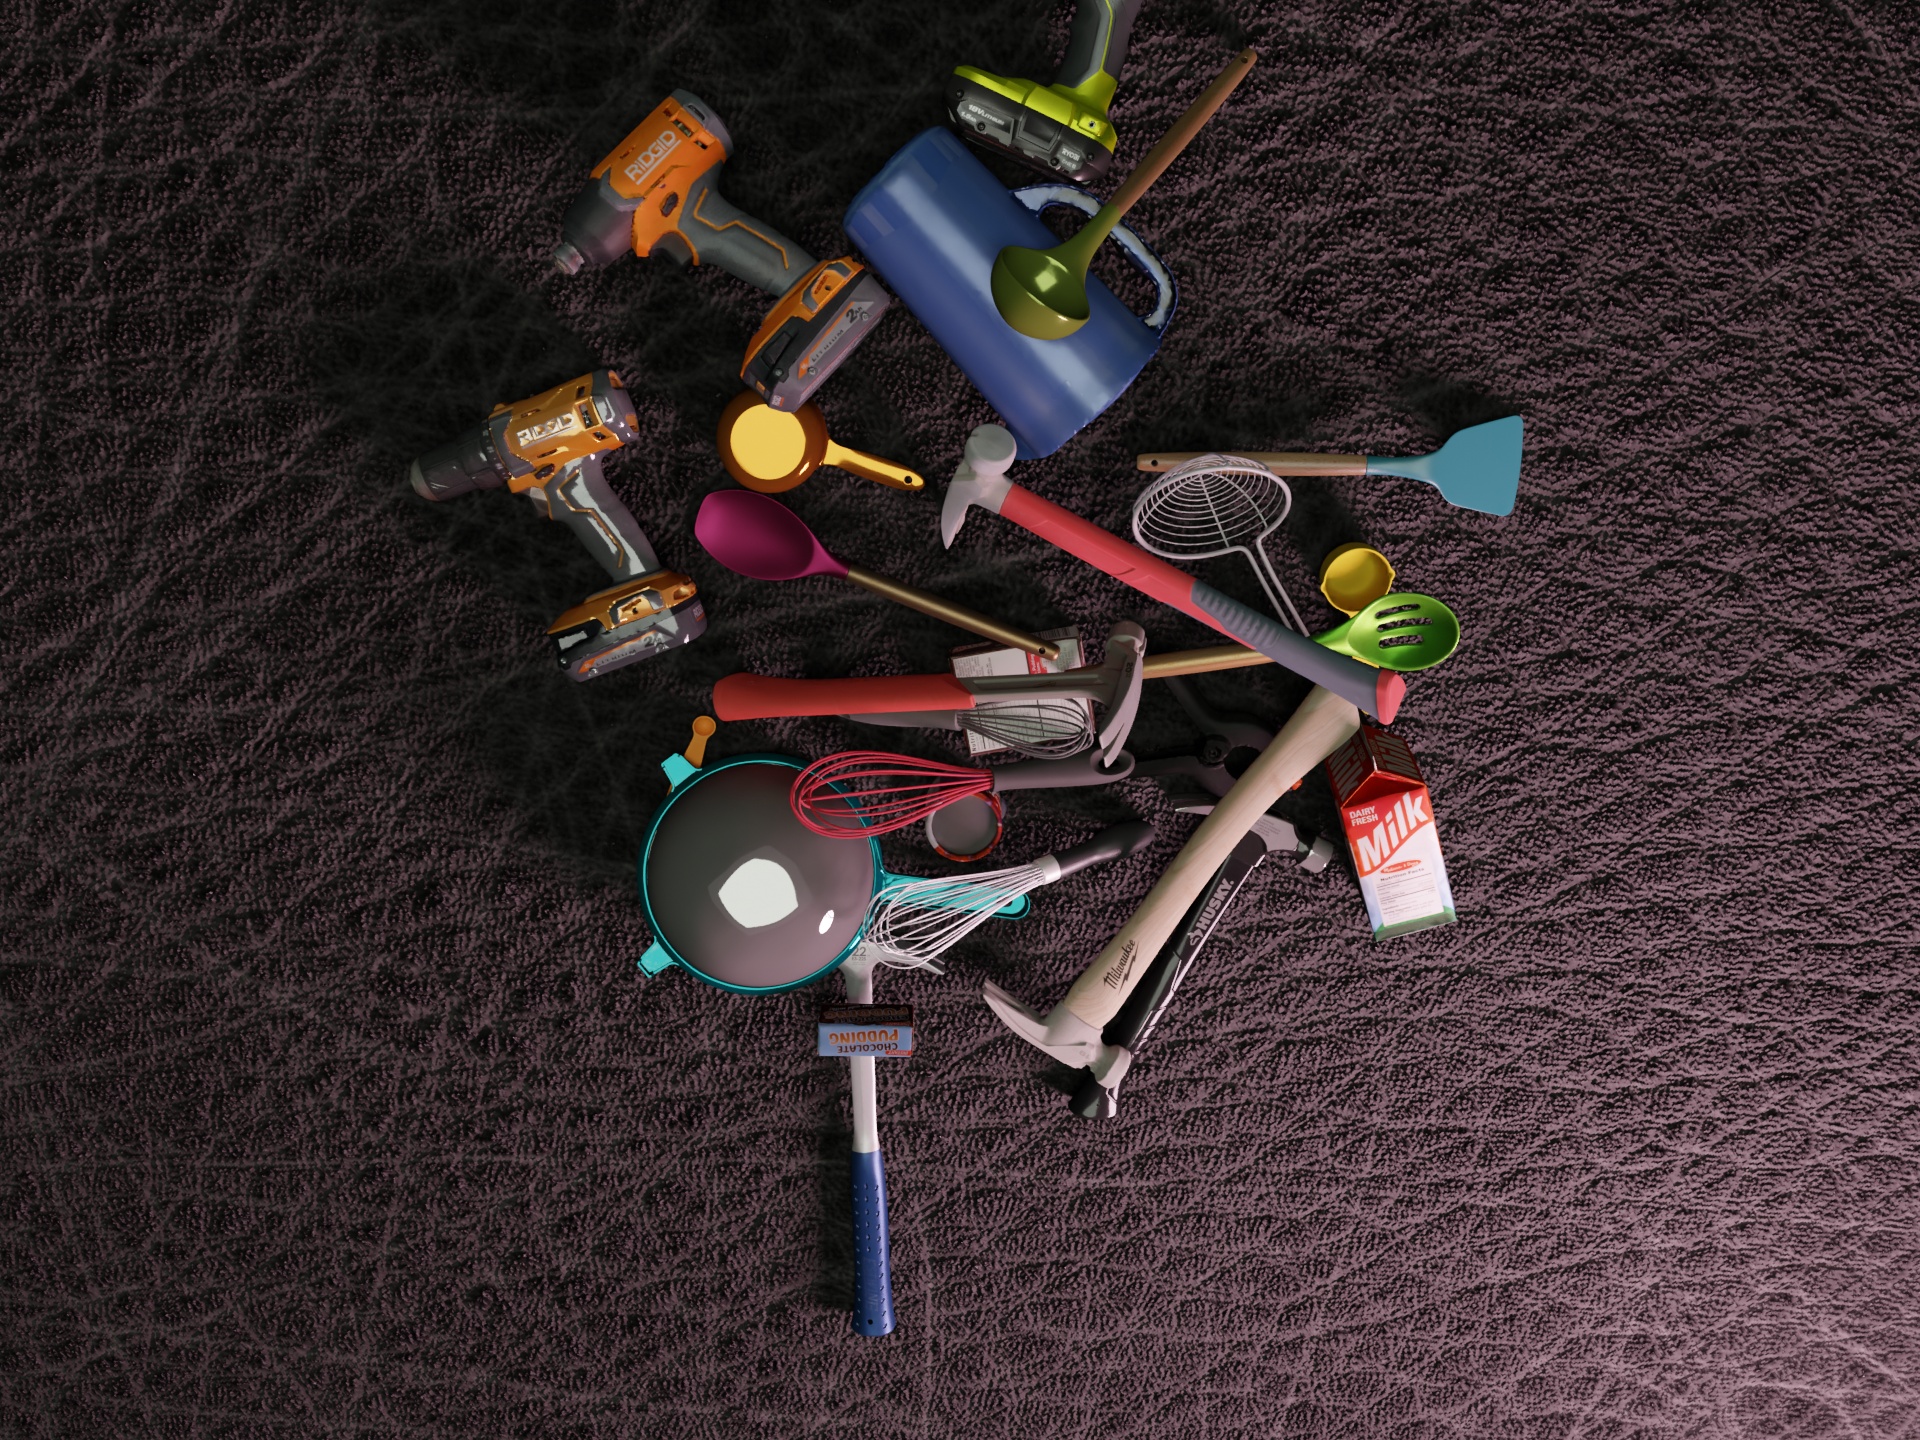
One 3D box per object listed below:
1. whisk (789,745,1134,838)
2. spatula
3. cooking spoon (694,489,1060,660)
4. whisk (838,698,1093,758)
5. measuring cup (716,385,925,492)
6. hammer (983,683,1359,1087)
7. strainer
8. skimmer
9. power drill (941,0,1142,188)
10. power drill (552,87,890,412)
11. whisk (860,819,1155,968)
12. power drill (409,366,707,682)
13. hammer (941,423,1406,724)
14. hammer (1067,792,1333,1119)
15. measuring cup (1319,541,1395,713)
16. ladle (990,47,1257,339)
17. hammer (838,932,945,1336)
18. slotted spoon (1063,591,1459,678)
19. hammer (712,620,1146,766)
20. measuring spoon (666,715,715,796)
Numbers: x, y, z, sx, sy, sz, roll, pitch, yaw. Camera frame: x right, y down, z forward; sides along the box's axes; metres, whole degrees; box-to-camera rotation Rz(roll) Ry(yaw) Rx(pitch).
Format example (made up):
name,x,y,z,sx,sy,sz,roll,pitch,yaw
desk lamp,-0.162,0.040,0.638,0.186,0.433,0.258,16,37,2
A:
name,x,y,z,sx,sy,sz,roll,pitch,yaw
whisk,0.006,0.049,1.299,0.295,0.073,0.073,-6,107,-17
spatula,0.303,-0.209,1.302,0.317,0.044,0.082,2,107,3
cooking spoon,-0.068,-0.112,1.307,0.319,0.017,0.068,22,105,2
whisk,-0.003,-0.004,1.306,0.239,0.055,0.055,6,108,24
measuring cup,-0.112,-0.213,1.276,0.173,0.052,0.095,18,105,-4
hammer,0.185,0.125,1.345,0.146,0.038,0.410,33,106,-7
strainer,-0.104,0.143,1.340,0.340,0.095,0.211,7,93,-6
skimmer,0.270,-0.063,1.308,0.127,0.090,0.363,-24,109,31
power drill,0.074,-0.533,1.175,0.190,0.080,0.228,23,102,-8
power drill,-0.184,-0.340,1.198,0.226,0.084,0.164,43,80,-6
whisk,0.044,0.136,1.338,0.284,0.070,0.070,-18,108,-24
power drill,-0.322,-0.148,1.280,0.185,0.084,0.226,-20,101,5
hammer,0.164,-0.096,1.244,0.386,0.143,0.038,29,64,2
hammer,0.185,0.217,1.418,0.146,0.035,0.334,26,105,-9
measuring cup,0.336,-0.078,1.344,0.062,0.029,0.156,-12,118,3
ladle,0.130,-0.393,1.156,0.078,0.062,0.320,40,72,-3
hammer,-0.081,0.384,1.462,0.144,0.035,0.405,-2,106,0
slotted spoon,0.238,-0.056,1.281,0.314,0.031,0.070,-8,118,11
hammer,-0.035,-0.016,1.269,0.359,0.149,0.036,-2,128,20
measuring spoon,-0.237,0.046,1.375,0.021,0.011,0.117,17,109,-16
